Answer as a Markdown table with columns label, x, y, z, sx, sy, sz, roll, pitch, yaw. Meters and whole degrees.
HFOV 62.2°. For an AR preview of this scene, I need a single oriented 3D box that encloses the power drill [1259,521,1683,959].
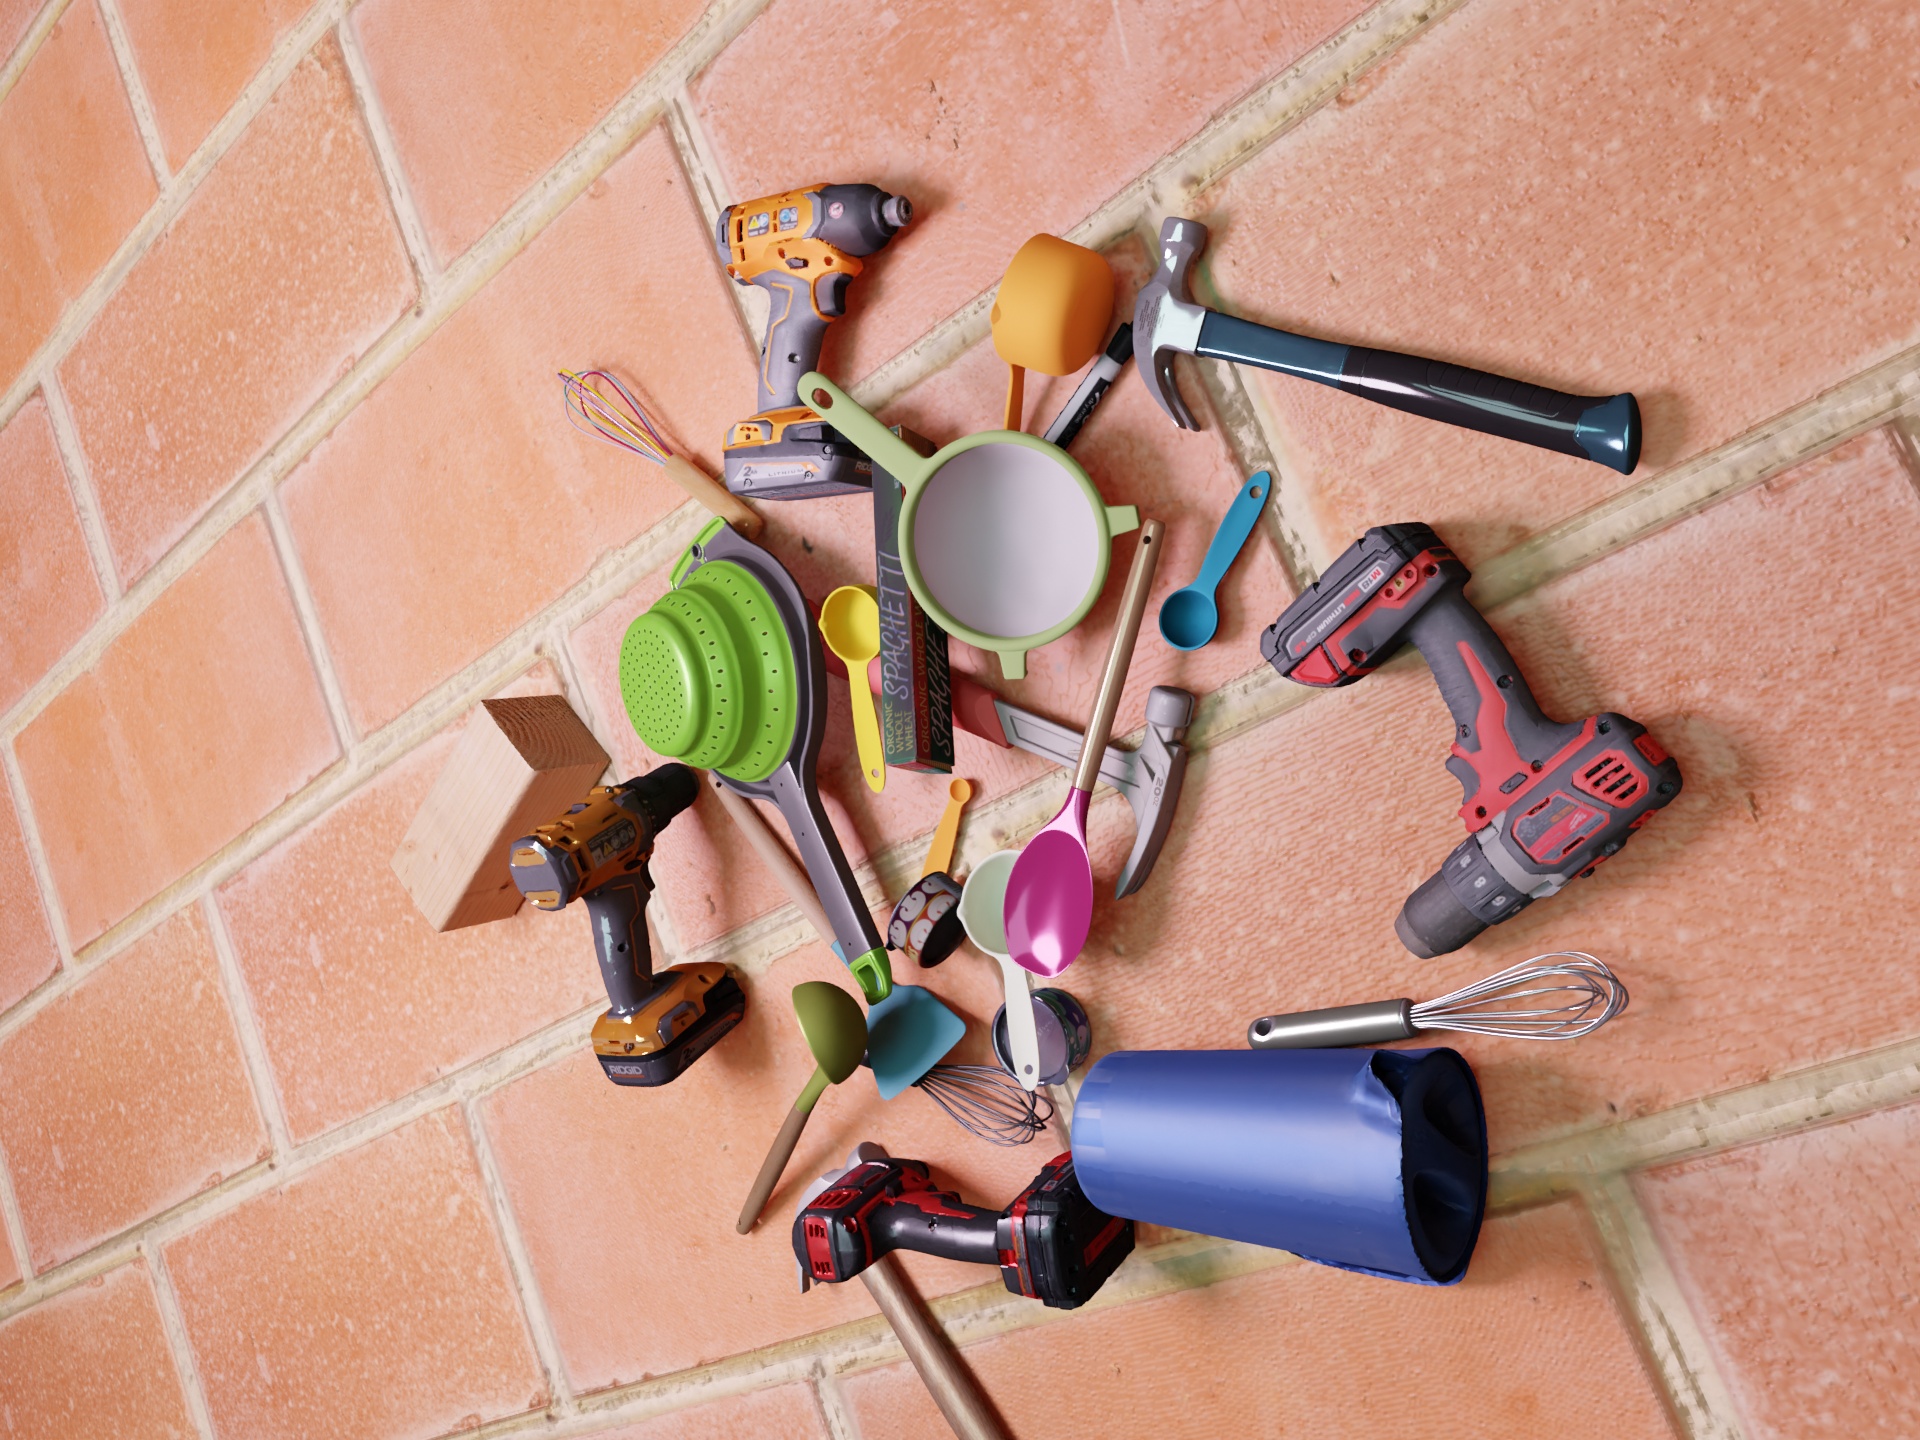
| label | x | y | z | sx | sy | sz | roll | pitch | yaw |
| --- | --- | --- | --- | --- | --- | --- | --- | --- | --- |
| power drill | 0.281 | 0.014 | 0.944 | 0.227 | 0.080 | 0.188 | 52 | 120 | 17 |

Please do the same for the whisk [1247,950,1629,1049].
| label | x | y | z | sx | sy | sz | roll | pitch | yaw |
| --- | --- | --- | --- | --- | --- | --- | --- | --- | --- |
| whisk | 0.284 | 0.181 | 0.976 | 0.246 | 0.059 | 0.058 | -17 | 41 | 38 |

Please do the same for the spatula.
| label | x | y | z | sx | sy | sz | roll | pitch | yaw |
| --- | --- | --- | --- | --- | --- | --- | --- | --- | --- |
| spatula | -0.112 | 0.151 | 1.245 | 0.082 | 0.044 | 0.318 | -41 | 66 | 1 |

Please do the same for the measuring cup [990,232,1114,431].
| label | x | y | z | sx | sy | sz | roll | pitch | yaw |
| --- | --- | --- | --- | --- | --- | --- | --- | --- | --- |
| measuring cup | 0.061 | -0.239 | 1.081 | 0.052 | 0.095 | 0.173 | 23 | 126 | 24 |

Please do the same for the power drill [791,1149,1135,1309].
| label | x | y | z | sx | sy | sz | roll | pitch | yaw |
| --- | --- | --- | --- | --- | --- | --- | --- | --- | --- |
| power drill | 0.004 | 0.351 | 1.131 | 0.220 | 0.143 | 0.078 | -7 | 94 | 29 |

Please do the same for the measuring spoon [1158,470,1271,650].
| label | x | y | z | sx | sy | sz | roll | pitch | yaw |
| --- | --- | --- | --- | --- | --- | --- | --- | --- | --- |
| measuring spoon | 0.174 | -0.104 | 1.046 | 0.042 | 0.021 | 0.128 | 33 | 103 | 29 |

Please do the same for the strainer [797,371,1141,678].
| label | x | y | z | sx | sy | sz | roll | pitch | yaw |
| --- | --- | --- | --- | --- | --- | --- | --- | --- | --- |
| strainer | -0.003 | -0.160 | 1.103 | 0.256 | 0.069 | 0.151 | 40 | 114 | 7 |

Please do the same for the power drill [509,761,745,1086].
| label | x | y | z | sx | sy | sz | roll | pitch | yaw |
| --- | --- | --- | --- | --- | --- | --- | --- | --- | --- |
| power drill | -0.252 | 0.156 | 1.289 | 0.084 | 0.185 | 0.226 | -7 | 109 | 35 |

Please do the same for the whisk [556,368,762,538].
| label | x | y | z | sx | sy | sz | roll | pitch | yaw |
| --- | --- | --- | --- | --- | --- | --- | --- | --- | --- |
| whisk | -0.250 | -0.223 | 1.316 | 0.245 | 0.051 | 0.047 | 39 | 136 | 21 |

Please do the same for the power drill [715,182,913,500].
| label | x | y | z | sx | sy | sz | roll | pitch | yaw |
| --- | --- | --- | --- | --- | --- | --- | --- | --- | --- |
| power drill | -0.104 | -0.284 | 1.182 | 0.164 | 0.084 | 0.226 | -1 | 90 | 34 |

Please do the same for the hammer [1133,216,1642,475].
| label | x | y | z | sx | sy | sz | roll | pitch | yaw |
| --- | --- | --- | --- | --- | --- | --- | --- | --- | --- |
| hammer | 0.250 | -0.213 | 0.969 | 0.331 | 0.033 | 0.128 | 23 | 106 | 31 |

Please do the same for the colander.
| label | x | y | z | sx | sy | sz | roll | pitch | yaw |
| --- | --- | --- | --- | --- | --- | --- | --- | --- | --- |
| colander | -0.164 | 0.039 | 1.204 | 0.204 | 0.094 | 0.397 | -40 | 69 | 47 |

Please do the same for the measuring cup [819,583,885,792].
| label | x | y | z | sx | sy | sz | roll | pitch | yaw |
| --- | --- | --- | --- | --- | --- | --- | --- | --- | --- |
| measuring cup | -0.065 | -0.025 | 1.170 | 0.062 | 0.029 | 0.156 | 3 | 108 | 34 |

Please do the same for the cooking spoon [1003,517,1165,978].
| label | x | y | z | sx | sy | sz | roll | pitch | yaw |
| --- | --- | --- | --- | --- | --- | --- | --- | --- | --- |
| cooking spoon | 0.089 | 0.021 | 1.065 | 0.069 | 0.017 | 0.319 | 21 | 102 | 31 |

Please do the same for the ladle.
| label | x | y | z | sx | sy | sz | roll | pitch | yaw |
| --- | --- | --- | --- | --- | --- | --- | --- | --- | --- |
| ladle | -0.140 | 0.314 | 1.232 | 0.320 | 0.062 | 0.078 | -64 | 36 | 38 |

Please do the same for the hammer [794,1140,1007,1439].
| label | x | y | z | sx | sy | sz | roll | pitch | yaw |
| --- | --- | --- | --- | --- | --- | --- | --- | --- | --- |
| hammer | -0.021 | 0.495 | 1.219 | 0.130 | 0.031 | 0.331 | -47 | 69 | 28 |

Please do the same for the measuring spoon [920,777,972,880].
| label | x | y | z | sx | sy | sz | roll | pitch | yaw |
| --- | --- | --- | --- | --- | --- | --- | --- | --- | --- |
| measuring spoon | -0.011 | 0.095 | 1.193 | 0.021 | 0.011 | 0.117 | 28 | 113 | 30 |

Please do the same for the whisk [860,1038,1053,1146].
| label | x | y | z | sx | sy | sz | roll | pitch | yaw |
| --- | --- | --- | --- | --- | --- | --- | --- | --- | --- |
| whisk | -0.030 | 0.264 | 1.200 | 0.239 | 0.055 | 0.055 | 15 | 102 | 38 |

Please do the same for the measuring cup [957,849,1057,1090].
| label | x | y | z | sx | sy | sz | roll | pitch | yaw |
| --- | --- | --- | --- | --- | --- | --- | --- | --- | --- |
| measuring cup | 0.047 | 0.175 | 1.120 | 0.083 | 0.038 | 0.168 | -15 | 72 | 28 |

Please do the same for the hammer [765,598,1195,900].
| label | x | y | z | sx | sy | sz | roll | pitch | yaw |
| --- | --- | --- | --- | --- | --- | --- | --- | --- | --- |
| hammer | -0.002 | -0.004 | 1.160 | 0.359 | 0.036 | 0.149 | 23 | 106 | 31 |
